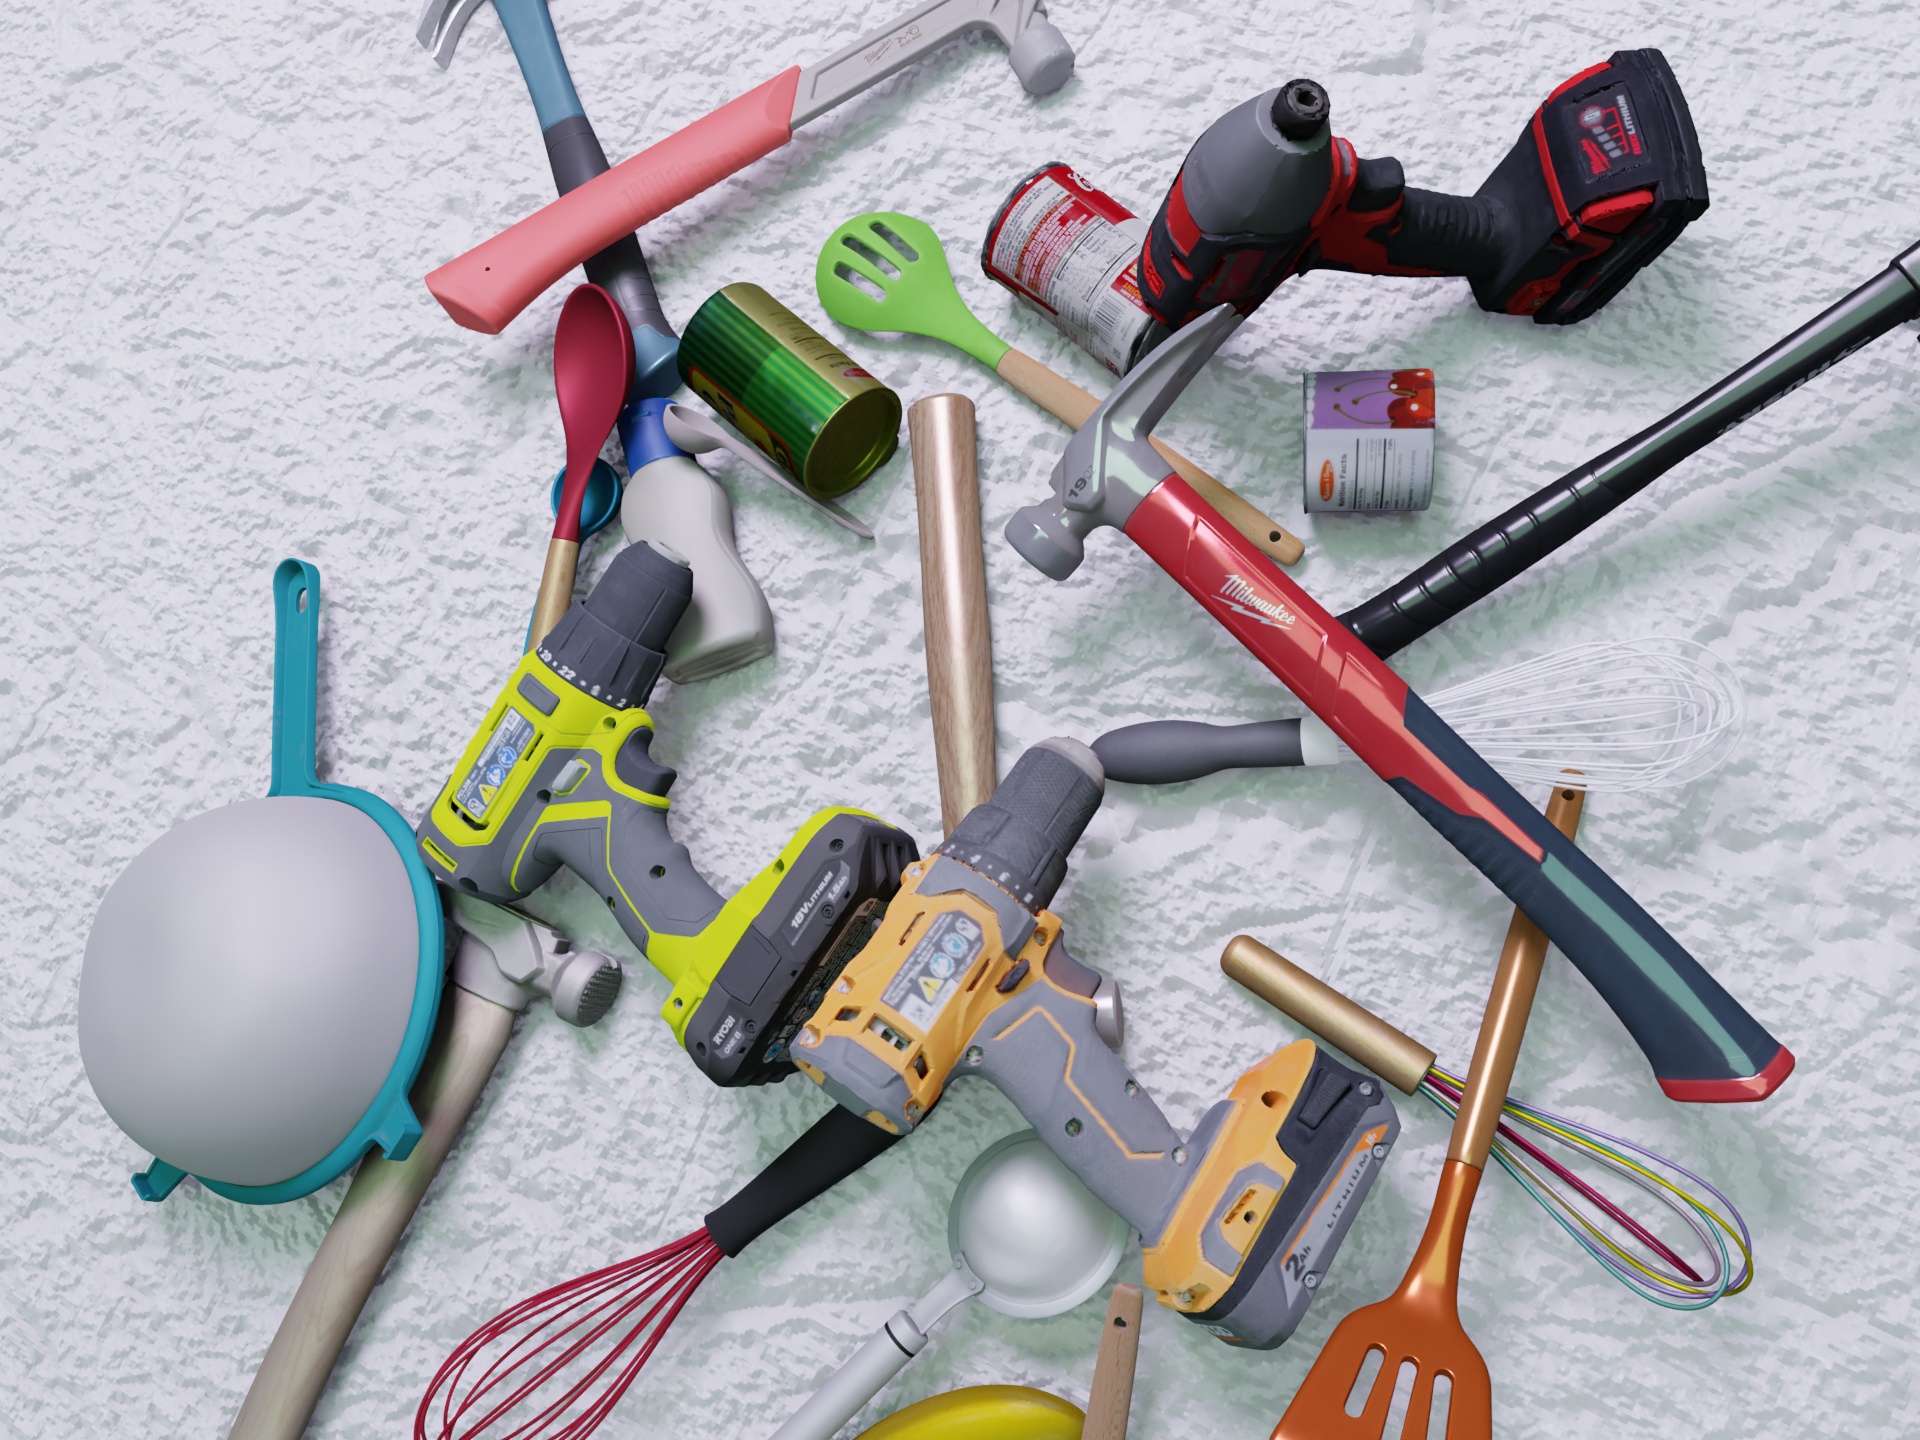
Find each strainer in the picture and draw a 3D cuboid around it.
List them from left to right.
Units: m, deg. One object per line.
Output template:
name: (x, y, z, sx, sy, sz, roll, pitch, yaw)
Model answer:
strainer: (-0.365, 0.065, 0.793, 0.211, 0.095, 0.341, -15, 69, 26)
strainer: (-0.018, 0.264, 0.700, 0.258, 0.050, 0.087, -44, 48, -2)

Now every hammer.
hammer: (-0.315, 0.278, 0.784, 0.146, 0.038, 0.411, 22, 84, 19)
hammer: (-0.218, -0.324, 0.901, 0.128, 0.033, 0.331, -24, 73, 7)
hammer: (-0.126, -0.320, 0.852, 0.359, 0.036, 0.149, -31, 74, -3)
hammer: (-0.001, -0.002, 0.775, 0.130, 0.031, 0.331, -7, 75, 11)
hammer: (0.193, -0.005, 0.662, 0.386, 0.038, 0.143, 46, 107, 17)
hammer: (0.299, -0.113, 0.695, 0.335, 0.146, 0.035, -34, 71, 16)

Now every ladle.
ladle: (-0.210, -0.068, 0.825, 0.069, 0.031, 0.315, 9, 88, 46)

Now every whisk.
whisk: (-0.127, 0.252, 0.736, 0.296, 0.073, 0.073, -37, 72, -4)
whisk: (0.194, 0.007, 0.710, 0.284, 0.070, 0.070, -5, 76, 20)
whisk: (0.216, 0.168, 0.680, 0.245, 0.047, 0.051, 32, 74, 23)

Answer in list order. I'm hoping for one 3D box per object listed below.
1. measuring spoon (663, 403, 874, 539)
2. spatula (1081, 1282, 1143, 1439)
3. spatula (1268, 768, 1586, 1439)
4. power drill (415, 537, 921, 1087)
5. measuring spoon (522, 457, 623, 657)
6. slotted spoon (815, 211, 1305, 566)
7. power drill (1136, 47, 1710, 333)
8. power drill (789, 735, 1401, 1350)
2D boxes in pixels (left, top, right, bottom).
measuring spoon: (-0.100, -0.122, 0.815, 0.124, 0.034, 0.018, 32, 109, -4)
spatula: (0.042, 0.394, 0.655, 0.082, 0.044, 0.317, 9, 87, 19)
spatula: (0.211, 0.155, 0.641, 0.081, 0.041, 0.323, 16, 65, 21)
power drill: (-0.132, 0.040, 0.742, 0.229, 0.080, 0.190, 36, 96, 23)
measuring spoon: (-0.209, -0.078, 0.854, 0.042, 0.021, 0.128, 17, 91, 23)
slotted spoon: (0.044, -0.171, 0.806, 0.314, 0.031, 0.070, 38, 88, 17)
power drill: (0.197, -0.228, 0.691, 0.219, 0.143, 0.079, -6, 75, -12)
power drill: (0.068, 0.129, 0.672, 0.226, 0.084, 0.185, 34, 69, 3)
